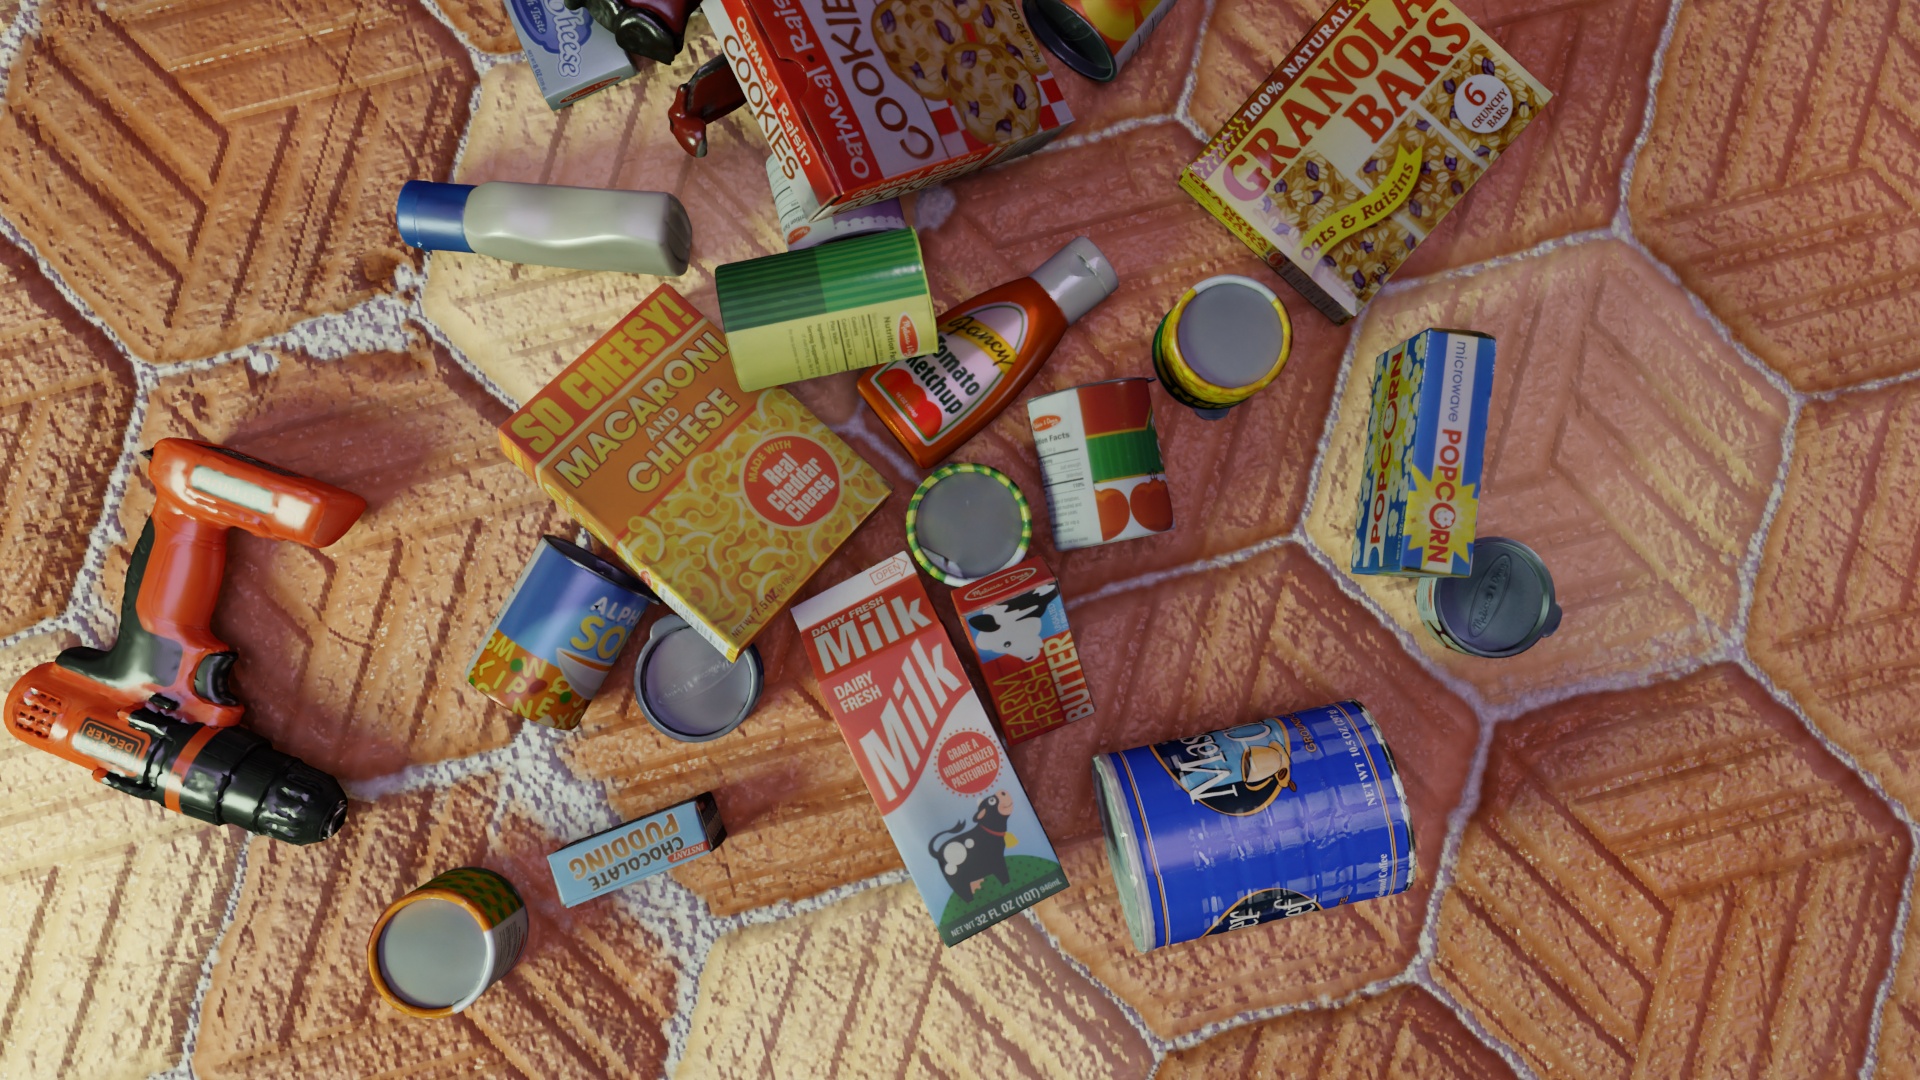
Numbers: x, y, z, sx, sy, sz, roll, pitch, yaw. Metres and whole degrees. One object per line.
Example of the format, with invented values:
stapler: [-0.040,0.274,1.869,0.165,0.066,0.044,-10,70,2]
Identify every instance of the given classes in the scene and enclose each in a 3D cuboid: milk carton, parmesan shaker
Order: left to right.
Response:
parmesan shaker: [-0.068,-0.120,0.709,0.103,0.071,0.071,-12,88,-3]
milk carton: [-0.018,0.106,0.732,0.072,0.073,0.190,-27,88,-2]

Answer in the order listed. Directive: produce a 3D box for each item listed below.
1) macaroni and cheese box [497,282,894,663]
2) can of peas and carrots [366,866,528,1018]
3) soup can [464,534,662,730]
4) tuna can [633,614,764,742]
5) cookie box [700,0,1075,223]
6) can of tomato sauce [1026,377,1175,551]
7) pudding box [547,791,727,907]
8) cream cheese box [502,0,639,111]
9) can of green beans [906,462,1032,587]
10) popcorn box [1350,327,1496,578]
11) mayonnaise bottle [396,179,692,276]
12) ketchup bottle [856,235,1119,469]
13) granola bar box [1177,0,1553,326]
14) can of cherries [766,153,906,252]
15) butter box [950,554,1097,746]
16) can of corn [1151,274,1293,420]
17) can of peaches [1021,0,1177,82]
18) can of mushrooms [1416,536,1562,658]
macaroni and cheese box: [-0.139,-0.037,0.736,0.166,0.040,0.124,42,69,1]
can of peas and carrots: [-0.270,0.209,0.729,0.071,0.058,0.071,0,87,-1]
soup can: [-0.209,0.050,0.734,0.071,0.071,0.084,30,88,0]
tuna can: [-0.142,0.072,0.751,0.071,0.033,0.071,0,88,-1]
cookie box: [-0.033,-0.247,0.719,0.168,0.040,0.123,-28,92,-35]
can of tomato sauce: [0.077,-0.041,0.745,0.071,0.071,0.083,-11,89,-2]
pudding box: [-0.171,0.163,0.738,0.084,0.049,0.030,-20,87,-2]
cream cheese box: [-0.223,-0.297,0.770,0.053,0.024,0.104,-23,88,-3]
can of green beans: [0.004,-0.007,0.745,0.071,0.058,0.071,0,88,-1]
popcorn box: [0.245,-0.043,0.739,0.038,0.085,0.126,8,87,-2]
mayonnaise bottle: [-0.224,-0.170,0.747,0.148,0.064,0.041,6,85,3]
ketchup bottle: [0.018,-0.107,0.757,0.149,0.043,0.065,-39,82,-3]
granola bar box: [0.222,-0.221,0.769,0.124,0.039,0.165,42,88,0]
can of cherries: [-0.064,-0.183,0.749,0.071,0.071,0.058,-15,87,-2]
butter box: [0.035,0.060,0.732,0.053,0.024,0.103,-21,128,-3]
can of corn: [0.141,-0.104,0.752,0.071,0.058,0.071,0,88,-1]
can of peaches: [0.075,-0.296,0.754,0.071,0.071,0.058,40,87,0]
can of mushrooms: [0.289,0.032,0.762,0.071,0.033,0.071,0,87,-1]
